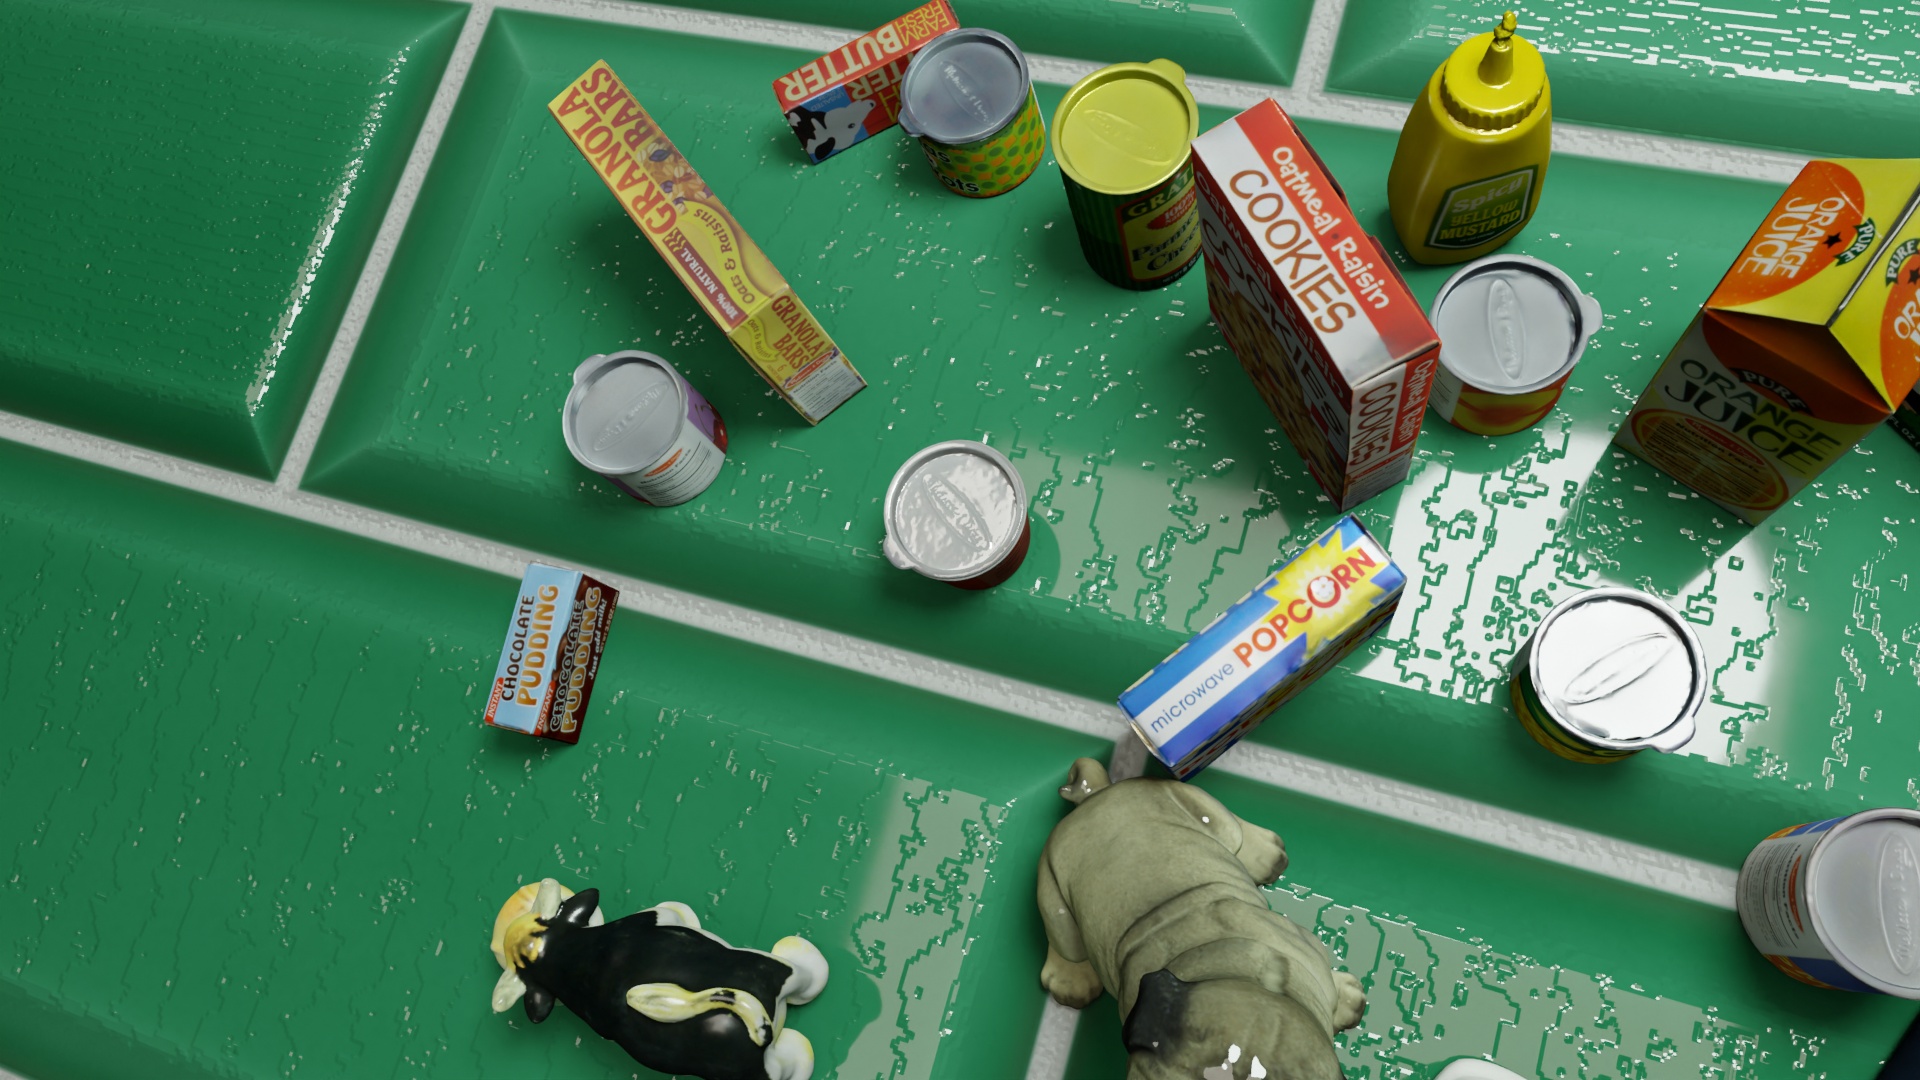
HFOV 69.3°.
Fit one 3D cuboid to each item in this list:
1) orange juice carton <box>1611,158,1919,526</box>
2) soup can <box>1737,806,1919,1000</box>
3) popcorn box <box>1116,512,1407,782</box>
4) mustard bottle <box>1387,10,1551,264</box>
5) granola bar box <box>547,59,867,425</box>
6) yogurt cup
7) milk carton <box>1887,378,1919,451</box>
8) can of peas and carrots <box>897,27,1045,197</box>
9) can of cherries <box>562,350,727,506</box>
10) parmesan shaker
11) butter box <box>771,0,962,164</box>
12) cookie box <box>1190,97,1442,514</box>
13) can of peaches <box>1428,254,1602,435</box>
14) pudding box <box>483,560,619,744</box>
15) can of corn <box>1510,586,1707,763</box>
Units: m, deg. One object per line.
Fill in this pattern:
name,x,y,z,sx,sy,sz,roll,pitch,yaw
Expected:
orange juice carton,0.323,-0.077,0.536,0.073,0.192,0.072,36,85,19
soup can,0.346,0.138,0.527,0.071,0.083,0.071,-3,74,12
popcorn box,0.130,0.050,0.601,0.127,0.085,0.038,-39,70,0
mustard bottle,0.224,-0.175,0.605,0.065,0.160,0.049,-15,72,9
granola bar box,-0.125,-0.145,0.696,0.039,0.124,0.166,-39,70,0
yogurt cup,0.002,-0.008,0.664,0.072,0.054,0.072,-3,74,12
milk carton,0.420,-0.090,0.519,0.073,0.190,0.072,-36,70,2
can of peas and carrots,0.006,-0.219,0.722,0.071,0.058,0.071,-3,74,12
can of cherries,-0.162,-0.059,0.714,0.071,0.058,0.071,-3,74,12
parmesan shaker,0.086,-0.173,0.666,0.071,0.103,0.071,-3,74,12
butter box,-0.045,-0.246,0.744,0.103,0.053,0.024,-25,71,5
cookie box,0.149,-0.093,0.594,0.040,0.167,0.123,-29,70,4
can of peaches,0.247,-0.087,0.629,0.071,0.058,0.071,-3,74,12
pudding box,-0.204,0.057,0.696,0.030,0.049,0.084,9,77,15
can of corn,0.270,0.060,0.581,0.071,0.058,0.071,-3,74,12
